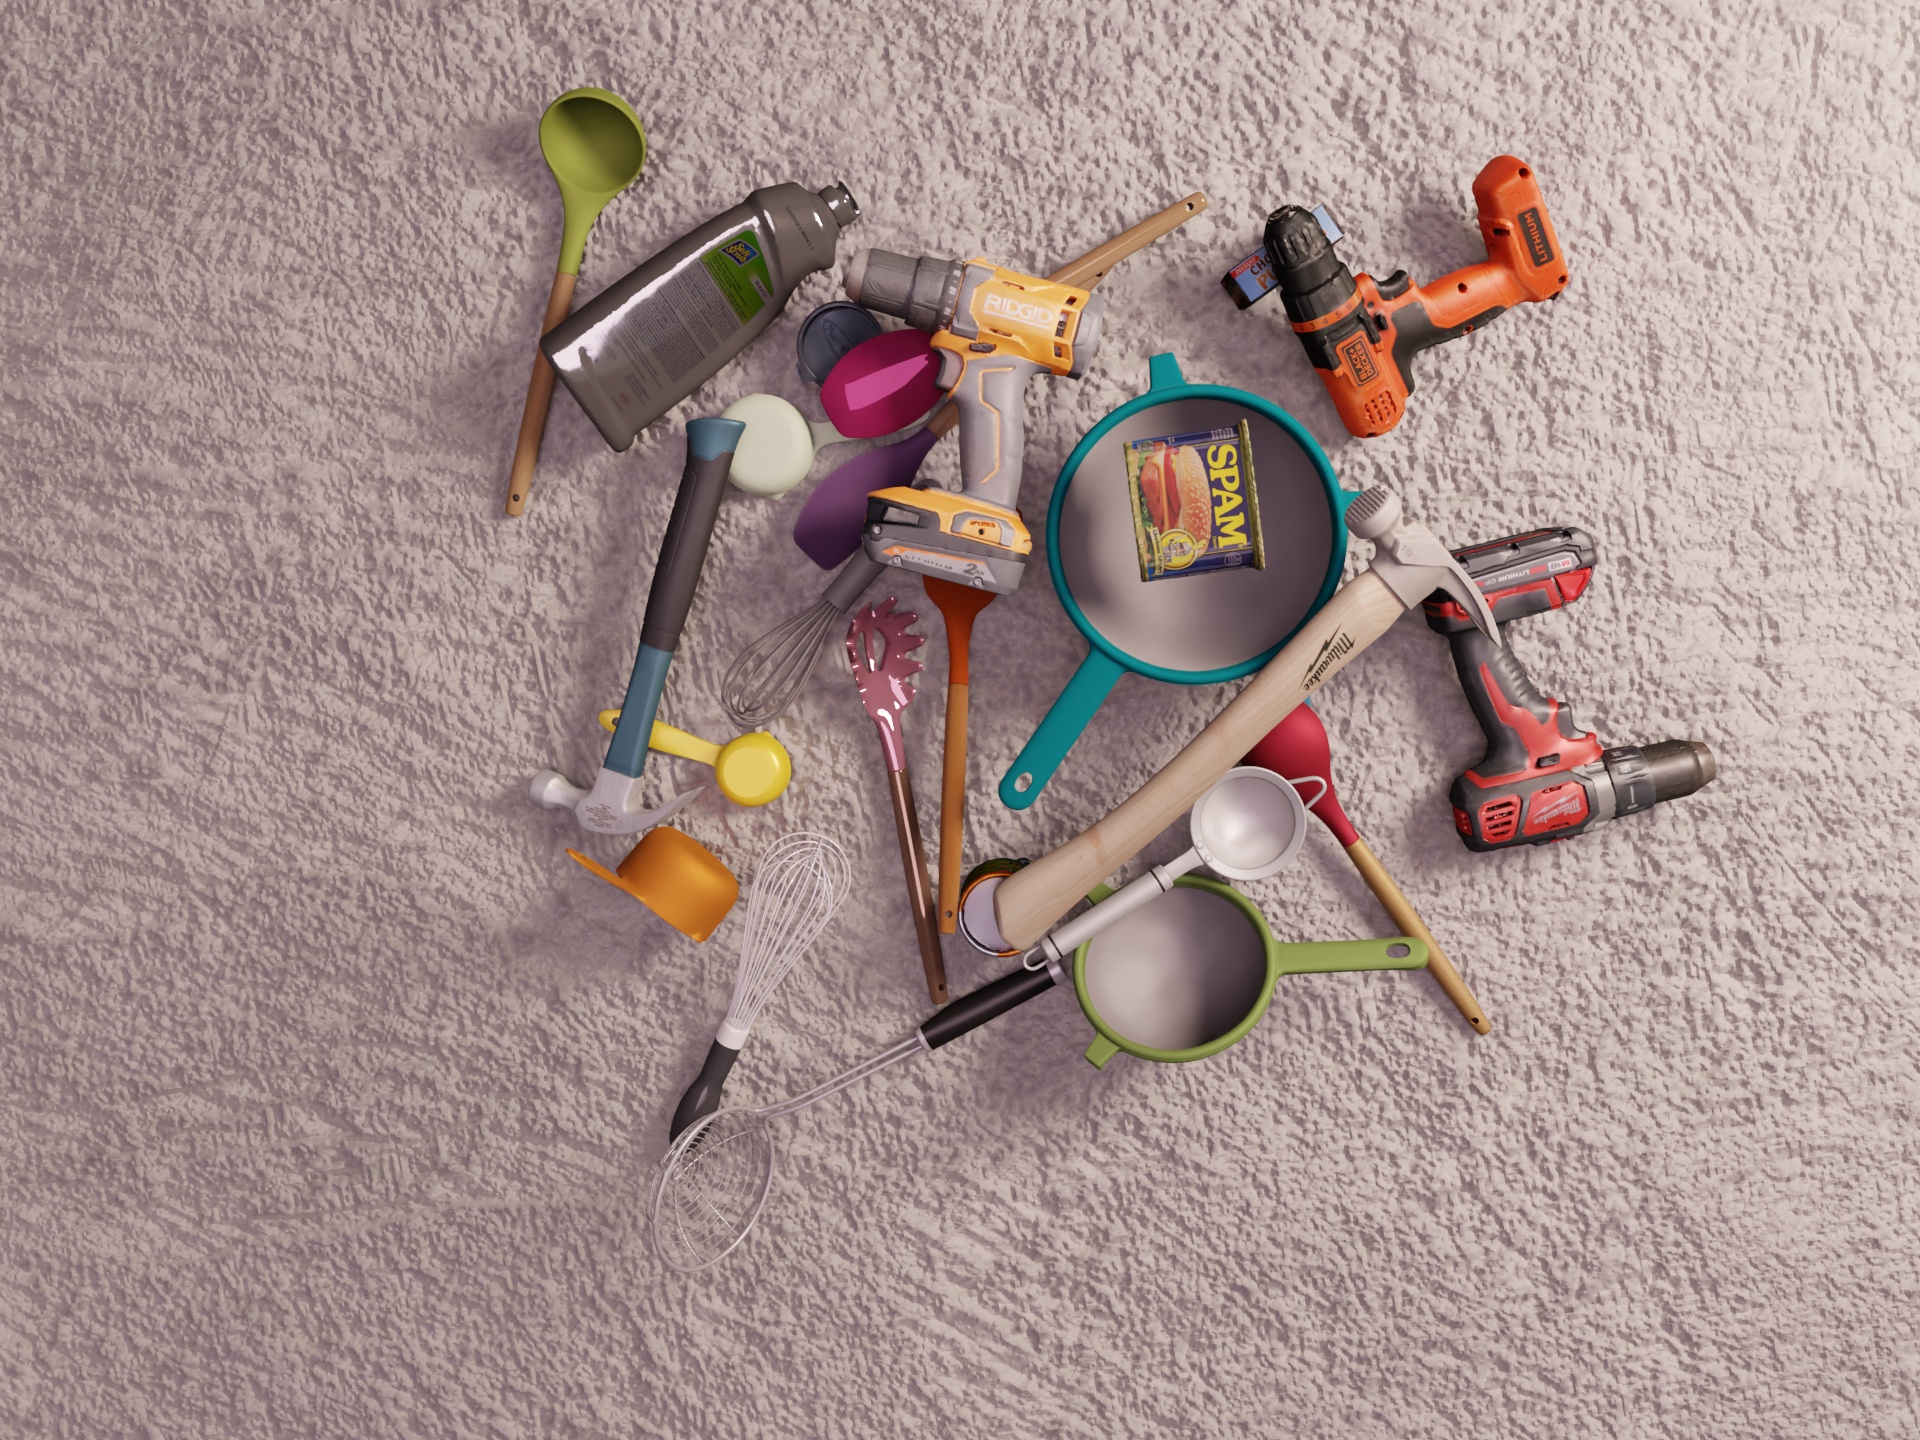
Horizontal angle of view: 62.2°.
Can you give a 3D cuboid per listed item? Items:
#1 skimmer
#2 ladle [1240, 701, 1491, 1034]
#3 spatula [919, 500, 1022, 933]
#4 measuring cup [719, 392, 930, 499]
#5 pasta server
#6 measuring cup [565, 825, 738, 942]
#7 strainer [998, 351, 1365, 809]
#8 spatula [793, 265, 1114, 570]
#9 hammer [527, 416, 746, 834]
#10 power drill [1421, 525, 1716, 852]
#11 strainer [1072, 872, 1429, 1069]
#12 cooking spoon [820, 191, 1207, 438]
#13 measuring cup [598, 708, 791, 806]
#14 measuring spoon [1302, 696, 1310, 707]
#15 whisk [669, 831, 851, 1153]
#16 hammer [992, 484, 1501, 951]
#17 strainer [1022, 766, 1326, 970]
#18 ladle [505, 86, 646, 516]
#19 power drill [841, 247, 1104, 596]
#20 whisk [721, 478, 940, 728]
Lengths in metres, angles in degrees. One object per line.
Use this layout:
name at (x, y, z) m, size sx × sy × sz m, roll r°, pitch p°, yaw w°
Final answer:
skimmer at (-0.073, 0.293, 1.208) m, size 0.363 × 0.090 × 0.127 m, roll -28°, pitch 133°, yaw 1°
ladle at (0.308, 0.112, 1.199) m, size 0.069 × 0.031 × 0.315 m, roll -34°, pitch 97°, yaw 26°
spatula at (-0.002, -0.004, 1.185) m, size 0.081 × 0.041 × 0.323 m, roll 4°, pitch 81°, yaw -10°
measuring cup at (-0.105, -0.217, 1.194) m, size 0.167 × 0.038 × 0.083 m, roll -11°, pitch 94°, yaw 5°
pasta server at (-0.040, 0.065, 1.214) m, size 0.060 × 0.040 × 0.316 m, roll -13°, pitch 96°, yaw -28°
measuring cup at (-0.225, 0.105, 1.166) m, size 0.095 × 0.173 × 0.052 m, roll 39°, pitch 86°, yaw 30°
strainer at (0.132, -0.081, 1.165) m, size 0.211 × 0.095 × 0.340 m, roll 34°, pitch 97°, yaw 1°
spatula at (-0.004, -0.236, 1.194) m, size 0.316 × 0.018 × 0.059 m, roll -43°, pitch 120°, yaw 4°
hammer at (-0.225, -0.069, 1.191) m, size 0.128 × 0.033 × 0.331 m, roll 20°, pitch 101°, yaw 12°
power drill at (0.440, -0.025, 1.163) m, size 0.188 × 0.080 × 0.226 m, roll -14°, pitch 97°, yaw 4°
strainer at (0.214, 0.189, 1.180) m, size 0.256 × 0.069 × 0.152 m, roll -5°, pitch 56°, yaw 10°
cooking spoon at (0.041, -0.303, 1.168) m, size 0.319 × 0.017 × 0.068 m, roll -30°, pitch 100°, yaw 1°
measuring cup at (-0.207, 0.023, 1.223) m, size 0.156 × 0.029 × 0.062 m, roll 19°, pitch 95°, yaw 0°
measuring spoon at (0.256, -0.007, 1.206) m, size 0.042 × 0.021 × 0.128 m, roll 7°, pitch 104°, yaw 11°
whisk at (-0.162, 0.214, 1.225) m, size 0.070 × 0.070 × 0.284 m, roll 25°, pitch 101°, yaw 1°
hammer at (0.186, 0.026, 1.121) m, size 0.410 × 0.038 × 0.146 m, roll -44°, pitch 113°, yaw 12°
strainer at (0.155, 0.111, 1.180) m, size 0.258 × 0.050 × 0.087 m, roll -32°, pitch 96°, yaw -2°
ladle at (-0.302, -0.309, 1.191) m, size 0.078 × 0.062 × 0.320 m, roll 13°, pitch 98°, yaw -10°
power drill at (-0.012, -0.217, 1.132) m, size 0.185 × 0.084 × 0.226 m, roll 14°, pitch 94°, yaw -6°
whisk at (-0.097, -0.091, 1.204) m, size 0.055 × 0.055 × 0.239 m, roll 41°, pitch 90°, yaw -1°
